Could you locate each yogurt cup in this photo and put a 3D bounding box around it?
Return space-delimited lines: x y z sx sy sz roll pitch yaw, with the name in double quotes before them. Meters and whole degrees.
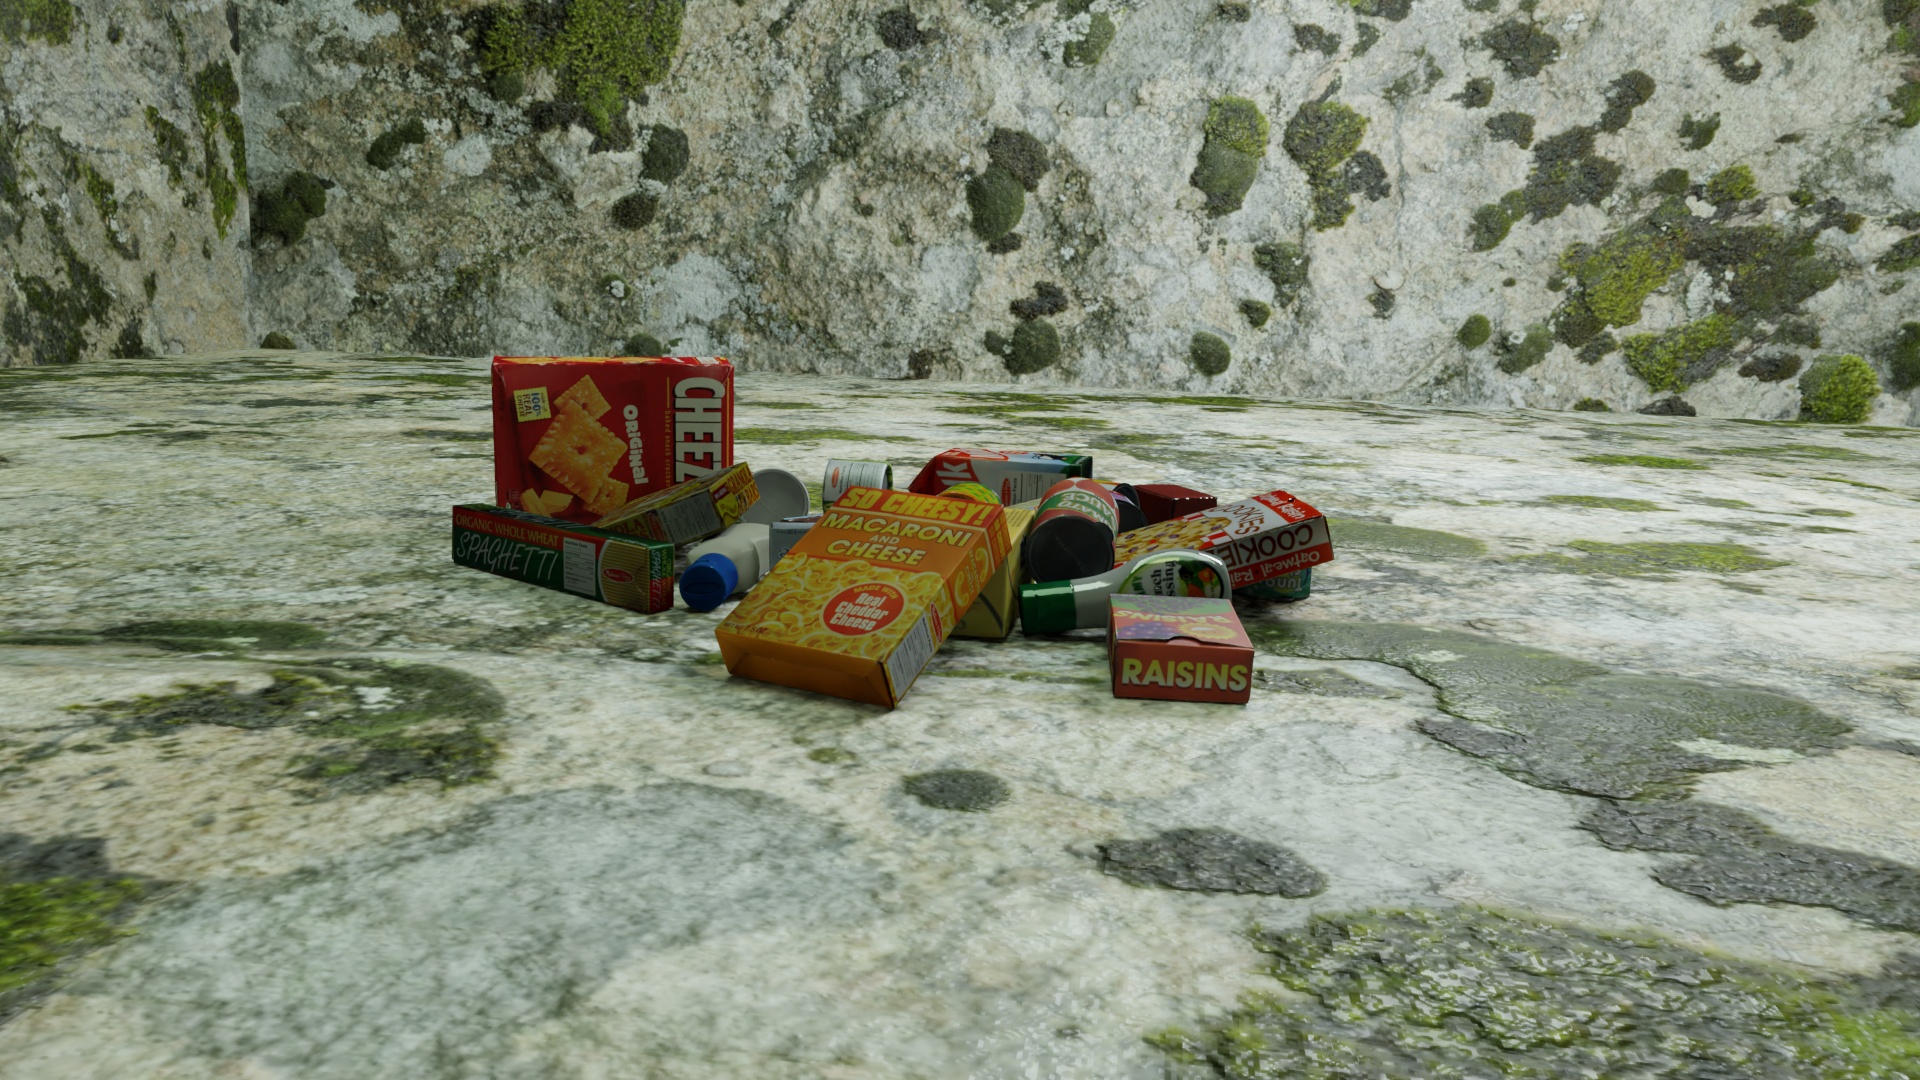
"yogurt cup" -0.177 -0.035 1.309 0.072 0.072 0.054 1 3 -7

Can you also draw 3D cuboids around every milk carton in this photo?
"milk carton" 0.034 -0.052 1.404 0.190 0.073 0.072 4 11 13

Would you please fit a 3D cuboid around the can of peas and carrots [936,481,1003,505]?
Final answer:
"can of peas and carrots" 0.004 -0.015 1.233 0.071 0.070 0.059 5 12 13

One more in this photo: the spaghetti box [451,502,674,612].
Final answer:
"spaghetti box" -0.316 0.010 1.087 0.250 0.050 0.029 10 12 37

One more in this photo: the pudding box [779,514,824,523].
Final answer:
"pudding box" -0.116 -0.006 1.252 0.084 0.030 0.049 -8 16 -41

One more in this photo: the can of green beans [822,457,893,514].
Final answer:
"can of green beans" -0.101 -0.048 1.375 0.058 0.071 0.071 4 11 8

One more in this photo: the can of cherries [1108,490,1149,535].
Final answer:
"can of cherries" 0.126 -0.008 1.218 0.071 0.071 0.058 1 11 -3

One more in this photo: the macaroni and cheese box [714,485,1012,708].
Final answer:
"macaroni and cheese box" -0.058 0.031 0.890 0.124 0.040 0.167 8 38 28

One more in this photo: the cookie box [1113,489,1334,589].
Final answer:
"cookie box" 0.194 0.007 1.095 0.167 0.040 0.123 -16 12 1

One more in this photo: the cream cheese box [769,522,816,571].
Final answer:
"cream cheese box" -0.099 0.014 1.099 0.104 0.053 0.024 0 13 -12

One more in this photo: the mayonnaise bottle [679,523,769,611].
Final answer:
"mayonnaise bottle" -0.184 0.020 1.087 0.065 0.041 0.148 -4 12 5

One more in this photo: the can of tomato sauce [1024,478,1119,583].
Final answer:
"can of tomato sauce" 0.088 -0.005 1.058 0.071 0.071 0.083 4 23 8

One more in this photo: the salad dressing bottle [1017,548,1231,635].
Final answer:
"salad dressing bottle" 0.116 0.042 0.989 0.148 0.064 0.044 -7 -8 -1

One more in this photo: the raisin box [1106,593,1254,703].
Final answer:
"raisin box" 0.140 0.068 0.905 0.086 0.040 0.123 4 12 3

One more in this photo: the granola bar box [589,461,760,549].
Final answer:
"granola bar box" -0.246 -0.020 1.180 0.124 0.039 0.166 -19 10 5

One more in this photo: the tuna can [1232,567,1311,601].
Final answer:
"tuna can" 0.257 0.027 1.148 0.071 0.032 0.071 2 11 0

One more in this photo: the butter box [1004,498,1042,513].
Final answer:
"butter box" 0.063 -0.007 1.235 0.024 0.053 0.104 5 10 30

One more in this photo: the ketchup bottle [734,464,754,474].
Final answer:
"ketchup bottle" -0.232 -0.053 1.435 0.065 0.043 0.149 -5 14 -33

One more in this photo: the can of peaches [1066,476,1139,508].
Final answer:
"can of peaches" 0.127 -0.023 1.300 0.058 0.071 0.071 10 13 36
